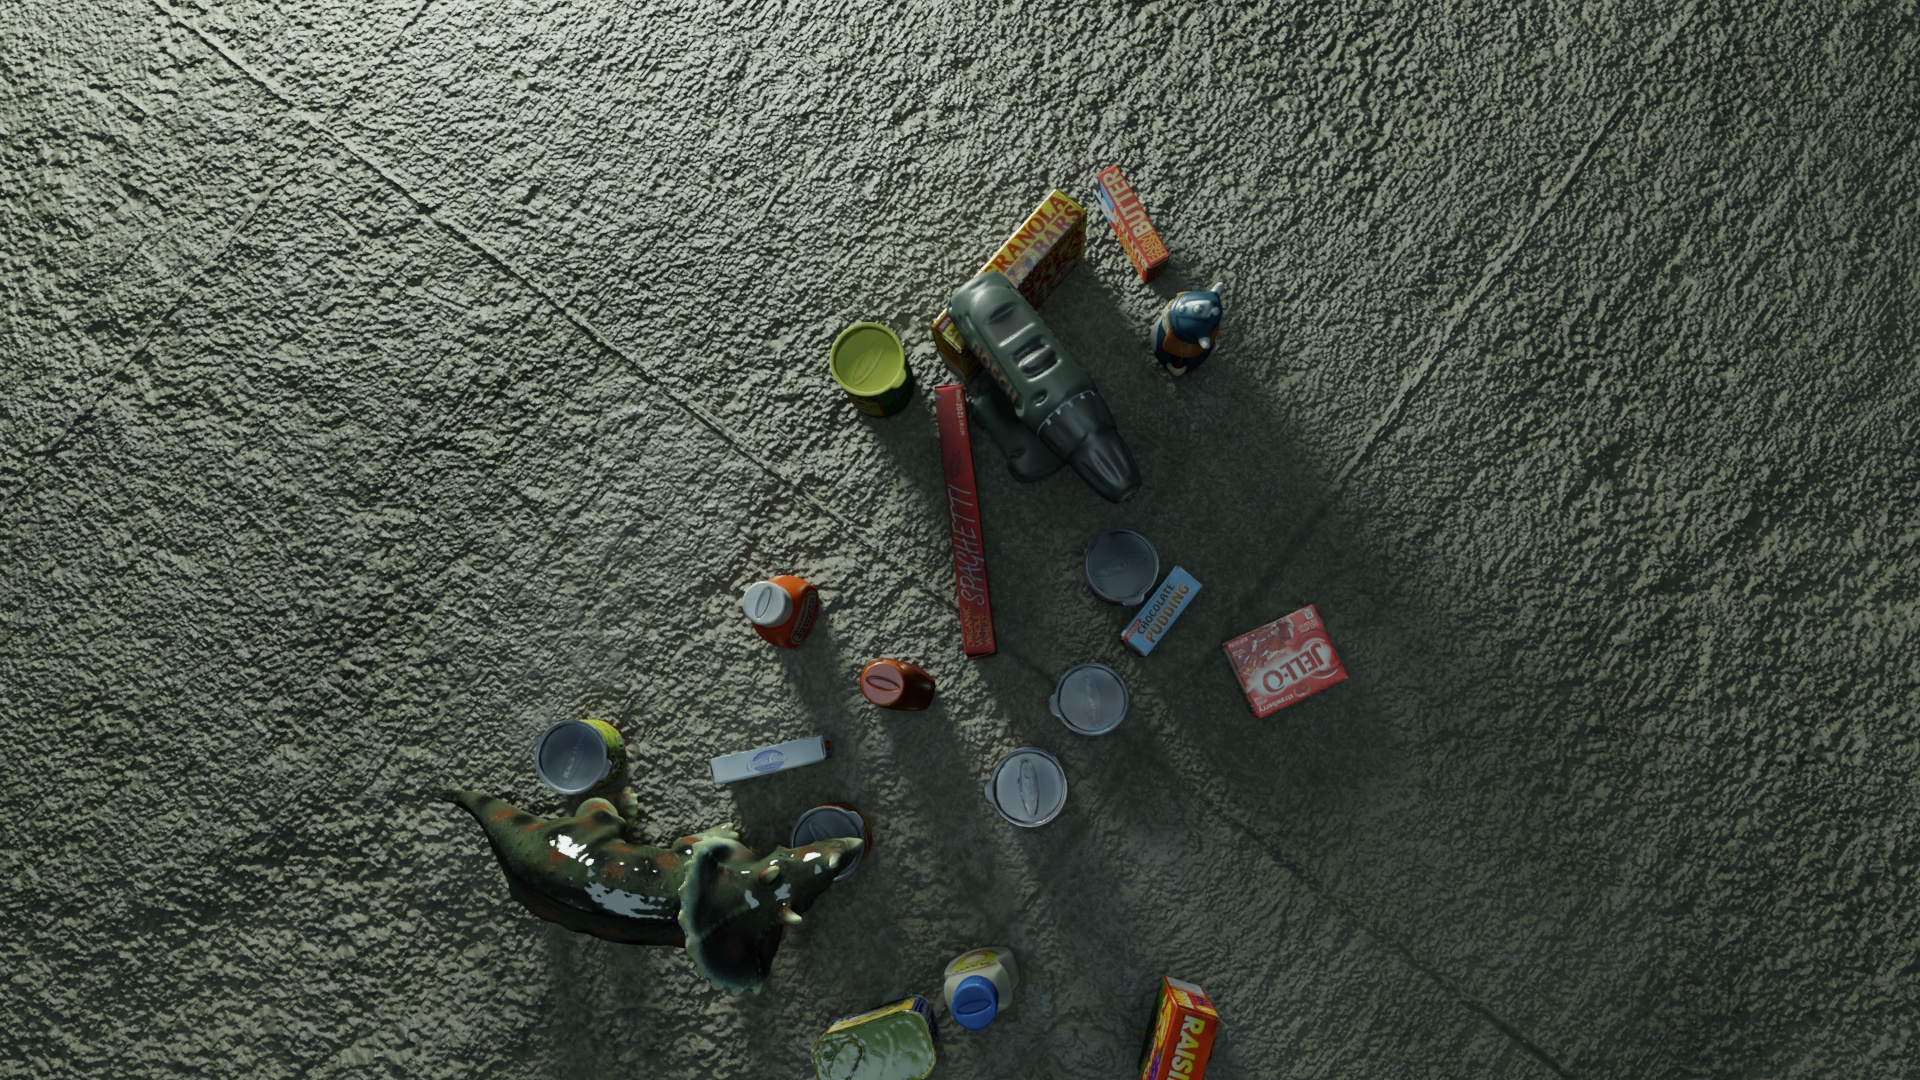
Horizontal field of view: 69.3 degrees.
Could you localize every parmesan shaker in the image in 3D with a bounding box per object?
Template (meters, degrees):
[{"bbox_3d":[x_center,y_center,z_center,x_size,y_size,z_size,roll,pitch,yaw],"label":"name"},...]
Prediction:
[{"bbox_3d":[-0.076,-0.150,1.259,0.071,0.103,0.071,0,83,3],"label":"parmesan shaker"}]

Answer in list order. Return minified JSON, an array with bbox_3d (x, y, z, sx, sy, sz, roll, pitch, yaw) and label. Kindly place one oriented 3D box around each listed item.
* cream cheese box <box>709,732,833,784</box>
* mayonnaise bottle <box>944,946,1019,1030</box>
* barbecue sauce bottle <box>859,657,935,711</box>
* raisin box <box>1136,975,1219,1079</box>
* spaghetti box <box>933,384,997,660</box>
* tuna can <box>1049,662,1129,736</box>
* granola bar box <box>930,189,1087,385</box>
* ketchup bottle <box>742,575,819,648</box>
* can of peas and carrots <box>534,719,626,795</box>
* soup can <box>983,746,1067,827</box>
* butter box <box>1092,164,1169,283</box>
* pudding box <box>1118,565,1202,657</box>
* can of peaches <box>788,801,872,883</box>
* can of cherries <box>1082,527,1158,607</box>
[{"bbox_3d":[-0.168,0.195,1.244,0.104,0.053,0.024,-13,83,2],"label":"cream cheese box"},{"bbox_3d":[0.016,0.374,1.163,0.065,0.148,0.041,-15,83,2],"label":"mayonnaise bottle"},{"bbox_3d":[-0.058,0.124,1.199,0.065,0.148,0.043,17,85,5],"label":"barbecue sauce bottle"},{"bbox_3d":[0.181,0.422,1.159,0.040,0.123,0.086,17,84,5],"label":"raisin box"},{"bbox_3d":[0.005,-0.016,1.263,0.029,0.050,0.250,-7,82,3],"label":"spaghetti box"},{"bbox_3d":[0.115,0.143,1.245,0.071,0.033,0.071,0,83,3],"label":"tuna can"},{"bbox_3d":[0.045,-0.226,1.251,0.039,0.124,0.165,41,87,7],"label":"granola bar box"},{"bbox_3d":[-0.158,0.060,1.213,0.043,0.148,0.065,19,85,5],"label":"ketchup bottle"},{"bbox_3d":[-0.339,0.195,1.252,0.071,0.058,0.071,0,83,3],"label":"can of peas and carrots"},{"bbox_3d":[0.057,0.214,1.213,0.071,0.083,0.071,0,83,3],"label":"soup can"},{"bbox_3d":[0.158,-0.293,1.289,0.024,0.053,0.103,-28,82,0],"label":"butter box"},{"bbox_3d":[0.178,0.064,1.243,0.030,0.049,0.084,39,86,7],"label":"pudding box"},{"bbox_3d":[-0.112,0.265,1.230,0.071,0.058,0.071,0,83,3],"label":"can of peaches"},{"bbox_3d":[0.143,0.027,1.245,0.071,0.058,0.071,0,83,3],"label":"can of cherries"}]
